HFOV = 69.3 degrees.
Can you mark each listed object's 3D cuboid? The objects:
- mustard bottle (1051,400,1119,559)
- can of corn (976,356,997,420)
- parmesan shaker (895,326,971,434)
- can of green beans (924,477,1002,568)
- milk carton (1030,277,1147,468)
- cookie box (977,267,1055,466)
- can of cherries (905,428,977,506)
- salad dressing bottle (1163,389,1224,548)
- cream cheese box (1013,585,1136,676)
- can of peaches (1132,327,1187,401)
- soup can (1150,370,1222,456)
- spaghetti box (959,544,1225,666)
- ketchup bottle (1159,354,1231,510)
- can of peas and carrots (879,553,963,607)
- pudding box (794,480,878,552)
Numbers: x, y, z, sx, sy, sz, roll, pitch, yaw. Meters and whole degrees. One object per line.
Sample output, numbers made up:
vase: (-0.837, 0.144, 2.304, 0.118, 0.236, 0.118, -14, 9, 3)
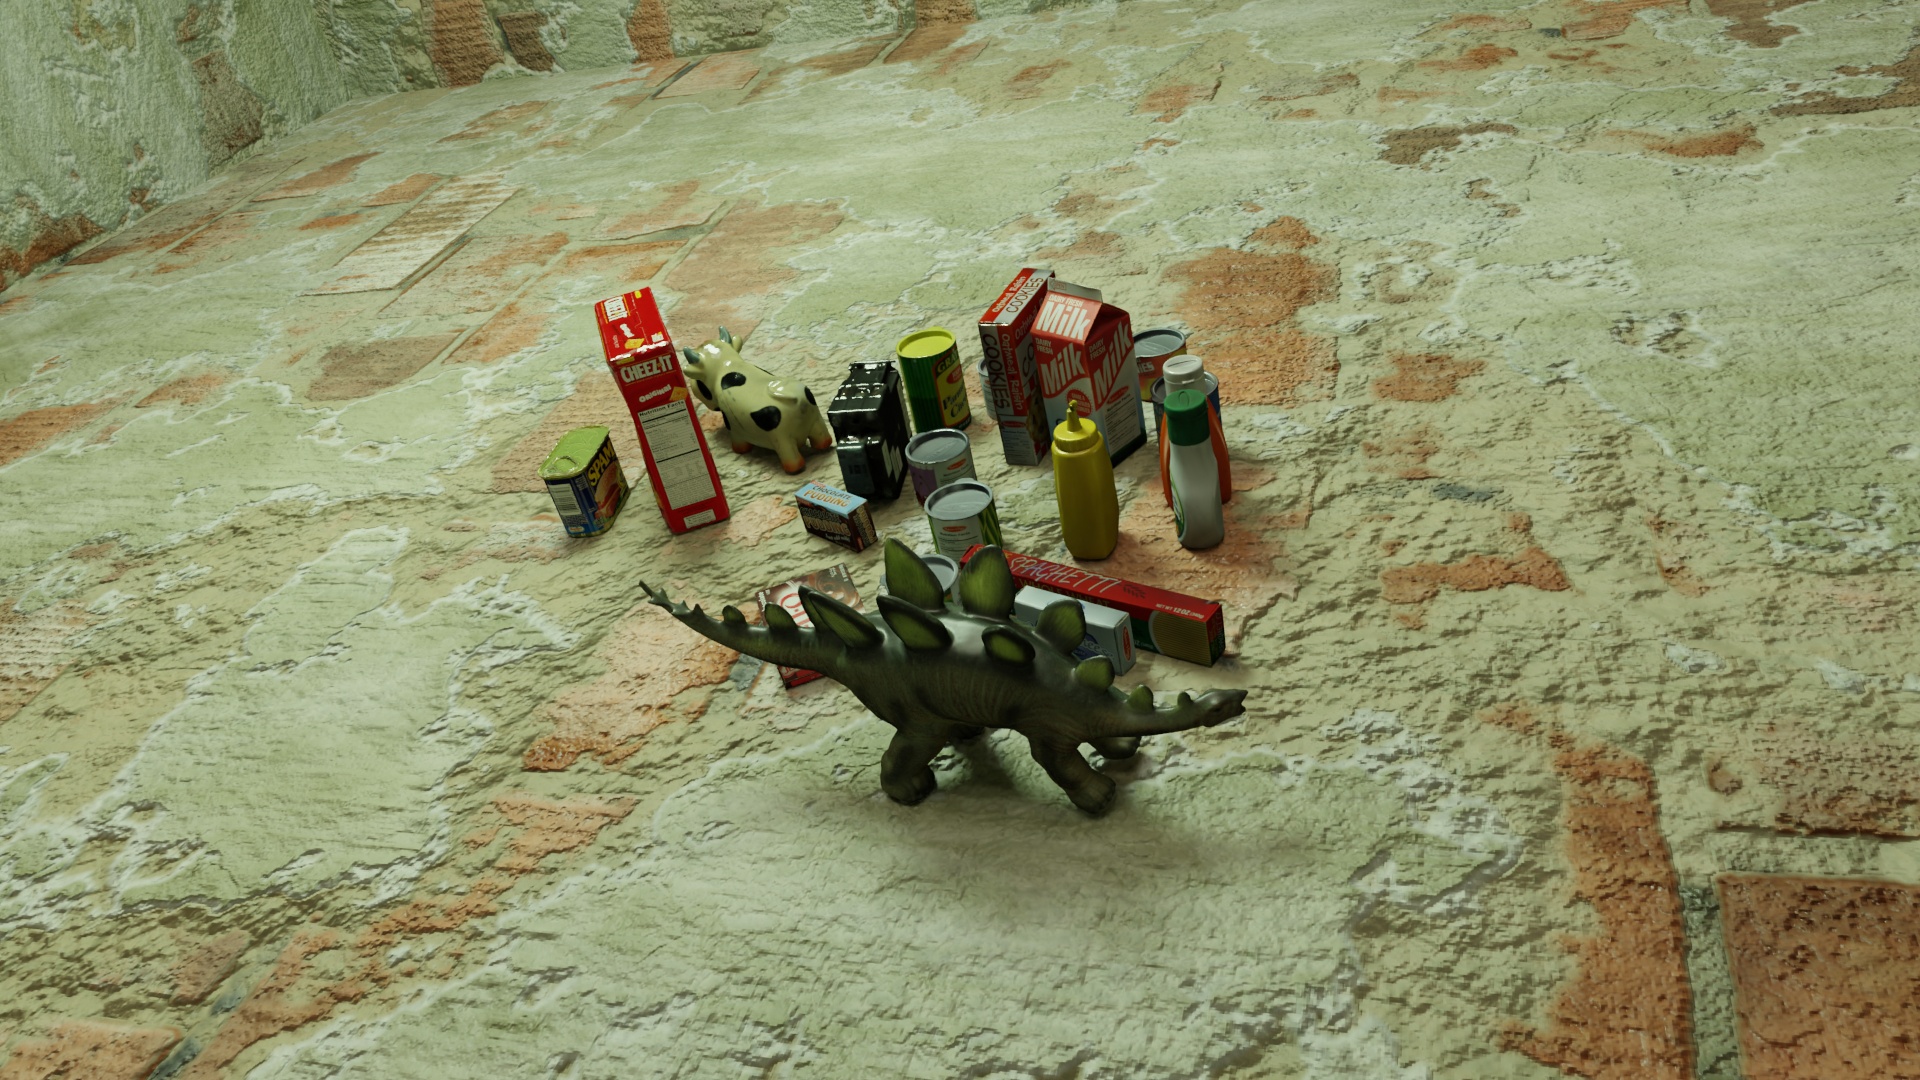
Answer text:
mustard bottle: (0.111, -0.060, 1.260, 0.049, 0.159, 0.066, 1, 36, 21)
can of corn: (0.057, -0.174, 1.537, 0.071, 0.058, 0.071, -9, 34, 6)
parmesan shaker: (-0.027, -0.173, 1.524, 0.071, 0.102, 0.072, -9, 34, 6)
can of green beans: (0.004, -0.015, 1.322, 0.071, 0.057, 0.071, -9, 34, 6)
milk carton: (0.127, -0.171, 1.390, 0.072, 0.189, 0.074, 21, 47, 41)
cookie box: (0.071, -0.181, 1.445, 0.040, 0.166, 0.123, 5, 37, 25)
can of cherries: (-0.019, -0.074, 1.415, 0.071, 0.058, 0.072, -9, 34, 6)
salad dressing bottle: (0.208, -0.064, 1.244, 0.044, 0.147, 0.064, -7, 34, 9)
cream cheese box: (0.095, 0.075, 1.162, 0.104, 0.053, 0.024, 14, 42, 35)
can of peaches: (0.213, -0.190, 1.509, 0.071, 0.057, 0.071, -9, 34, 6)
soup can: (0.223, -0.117, 1.375, 0.071, 0.083, 0.072, -9, 34, 6)
spaghetti box: (0.108, 0.053, 1.194, 0.250, 0.050, 0.029, 13, 42, 34)
ketchup bottle: (0.215, -0.099, 1.293, 0.065, 0.148, 0.044, -12, 33, 1)
can of peas and carrots: (-0.031, 0.055, 1.230, 0.071, 0.058, 0.071, -9, 34, 6)
pudding box: (-0.124, -0.025, 1.387, 0.084, 0.049, 0.030, 21, 46, 40)
